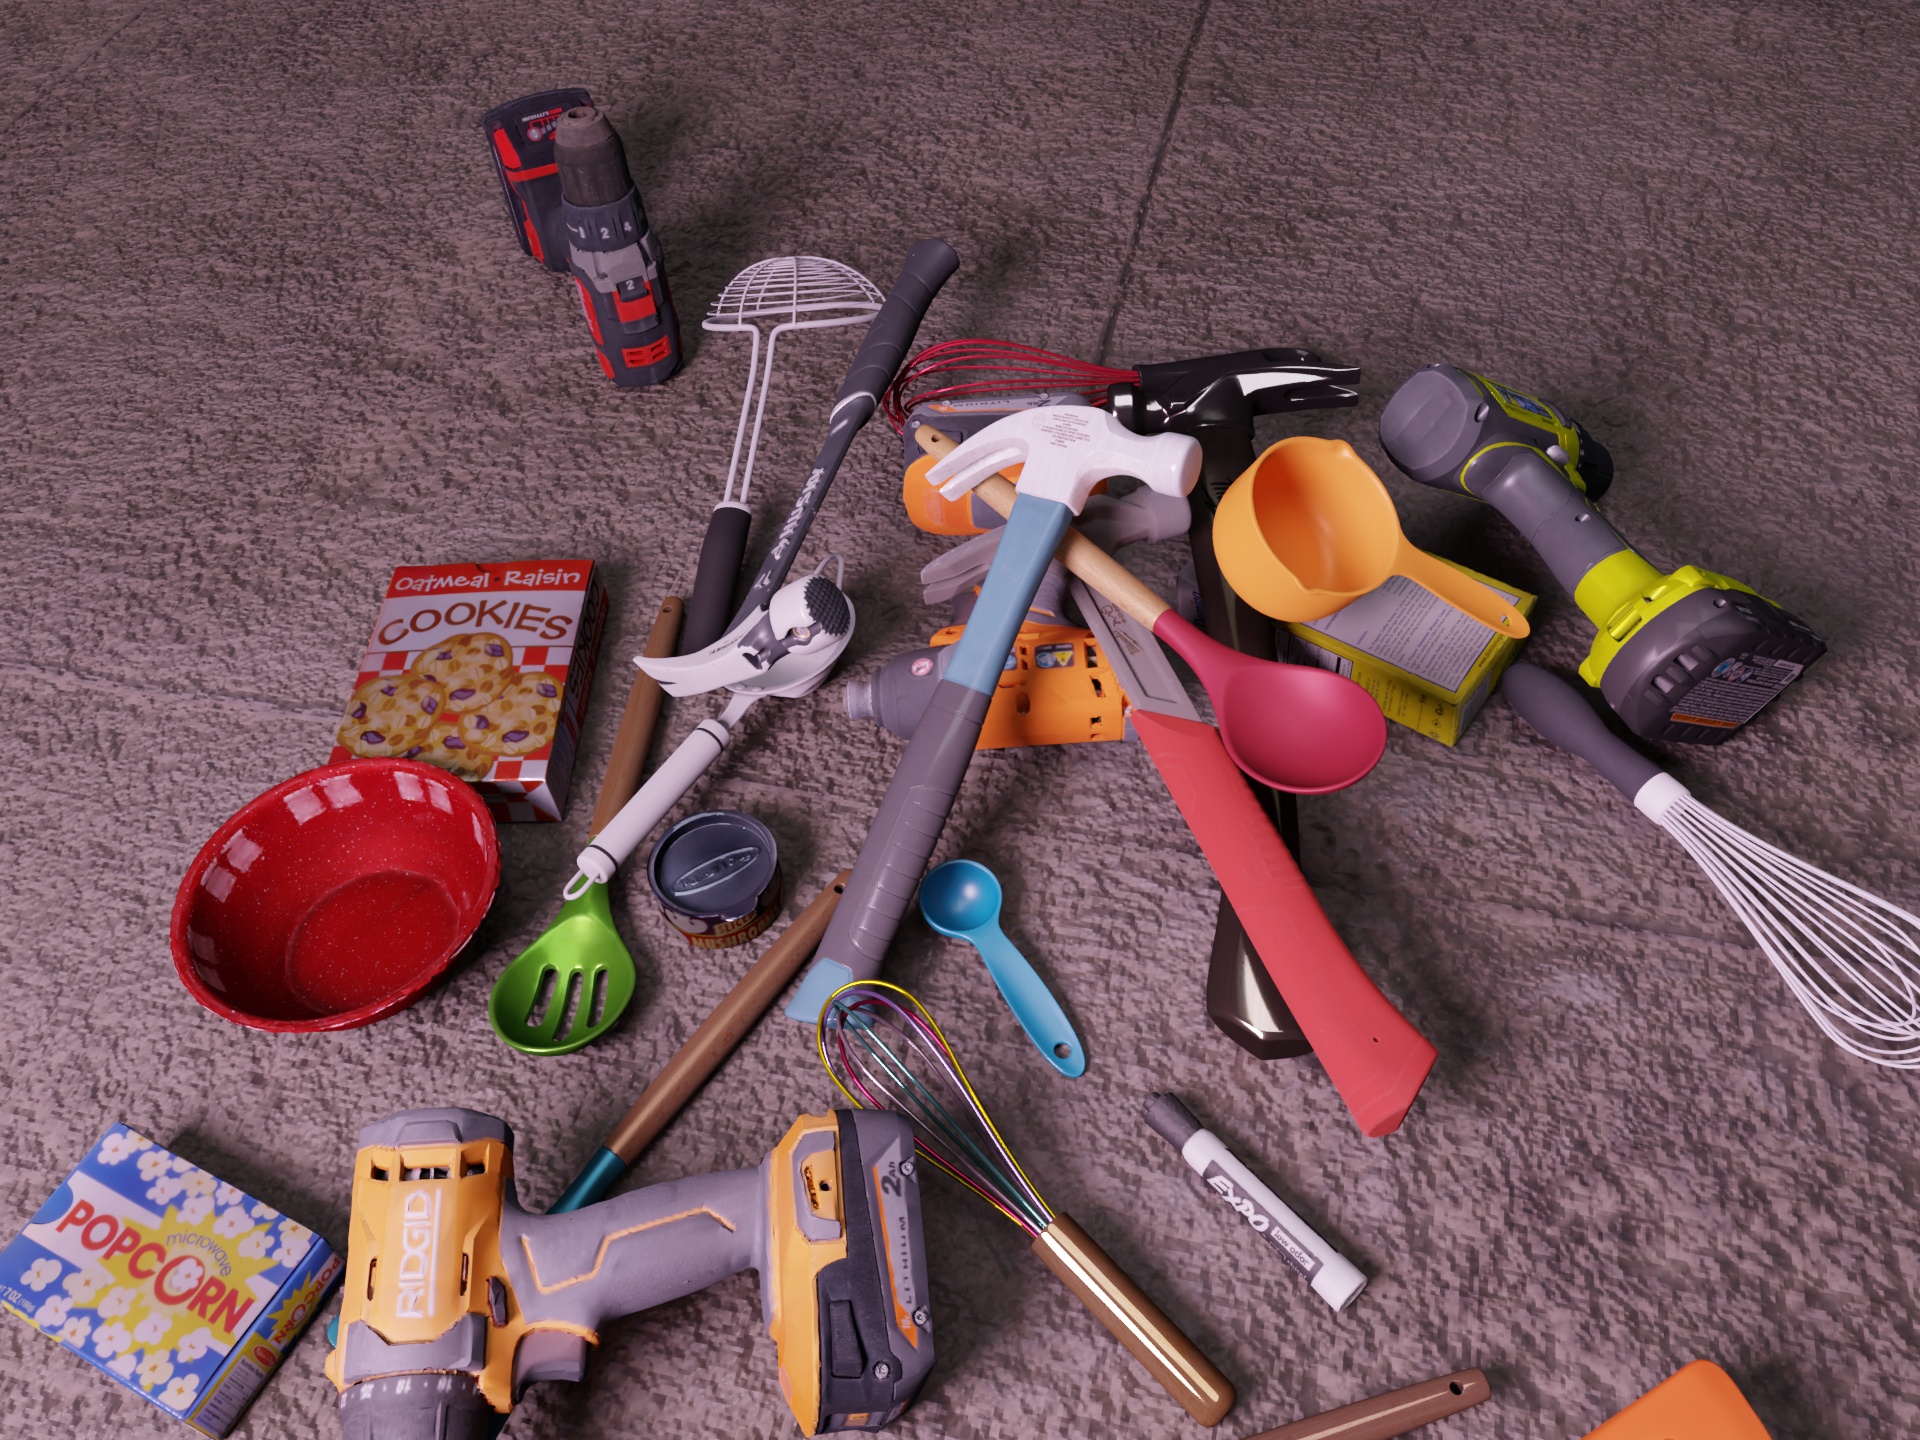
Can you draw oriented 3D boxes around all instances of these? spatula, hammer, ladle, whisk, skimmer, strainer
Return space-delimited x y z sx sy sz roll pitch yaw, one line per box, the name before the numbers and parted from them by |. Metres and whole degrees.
spatula | -0.140 0.177 0.727 0.082 0.044 0.317 34 57 11
hammer | 0.110 0.034 0.764 0.149 0.036 0.359 -21 59 -7
hammer | -0.072 -0.167 0.943 0.149 0.036 0.409 -22 35 37
ladle | 0.081 -0.064 0.792 0.069 0.031 0.316 -40 61 -14
spatula | 0.148 0.322 0.584 0.322 0.041 0.081 -14 51 -6
whisk | 0.369 0.060 0.779 0.070 0.070 0.285 -25 49 -16
hammer | -0.001 -0.002 0.775 0.128 0.033 0.331 20 83 28
hammer | 0.159 -0.026 0.836 0.146 0.038 0.411 -5 59 8
whisk | 0.095 -0.219 1.034 0.295 0.073 0.073 -7 50 -9
skimmer | -0.126 -0.165 1.022 0.127 0.090 0.364 0 60 11
spatula | 0.060 0.309 0.617 0.316 0.018 0.060 -16 54 -7
strainer | -0.129 0.005 0.858 0.087 0.050 0.258 9 46 35
whisk | 0.024 0.200 0.684 0.047 0.051 0.245 -35 64 -28

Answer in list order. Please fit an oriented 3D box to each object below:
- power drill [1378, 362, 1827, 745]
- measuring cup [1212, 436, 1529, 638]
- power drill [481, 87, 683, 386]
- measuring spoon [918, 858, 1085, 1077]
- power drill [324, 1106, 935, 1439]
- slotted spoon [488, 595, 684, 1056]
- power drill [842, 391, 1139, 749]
power drill | 0.350 -0.096 0.865 0.190 0.080 0.229 5 43 -42
measuring cup | 0.209 -0.076 0.817 0.173 0.052 0.095 26 63 -14
power drill | -0.261 -0.358 1.096 0.080 0.187 0.227 -21 48 -14
measuring spoon | 0.022 0.124 0.780 0.042 0.021 0.129 -26 62 -18
power drill | -0.127 0.243 0.621 0.226 0.084 0.186 0 54 -11
slotted spoon | -0.183 0.046 0.852 0.070 0.031 0.314 1 48 5
power drill | 0.015 -0.082 0.909 0.164 0.084 0.227 -4 54 2
